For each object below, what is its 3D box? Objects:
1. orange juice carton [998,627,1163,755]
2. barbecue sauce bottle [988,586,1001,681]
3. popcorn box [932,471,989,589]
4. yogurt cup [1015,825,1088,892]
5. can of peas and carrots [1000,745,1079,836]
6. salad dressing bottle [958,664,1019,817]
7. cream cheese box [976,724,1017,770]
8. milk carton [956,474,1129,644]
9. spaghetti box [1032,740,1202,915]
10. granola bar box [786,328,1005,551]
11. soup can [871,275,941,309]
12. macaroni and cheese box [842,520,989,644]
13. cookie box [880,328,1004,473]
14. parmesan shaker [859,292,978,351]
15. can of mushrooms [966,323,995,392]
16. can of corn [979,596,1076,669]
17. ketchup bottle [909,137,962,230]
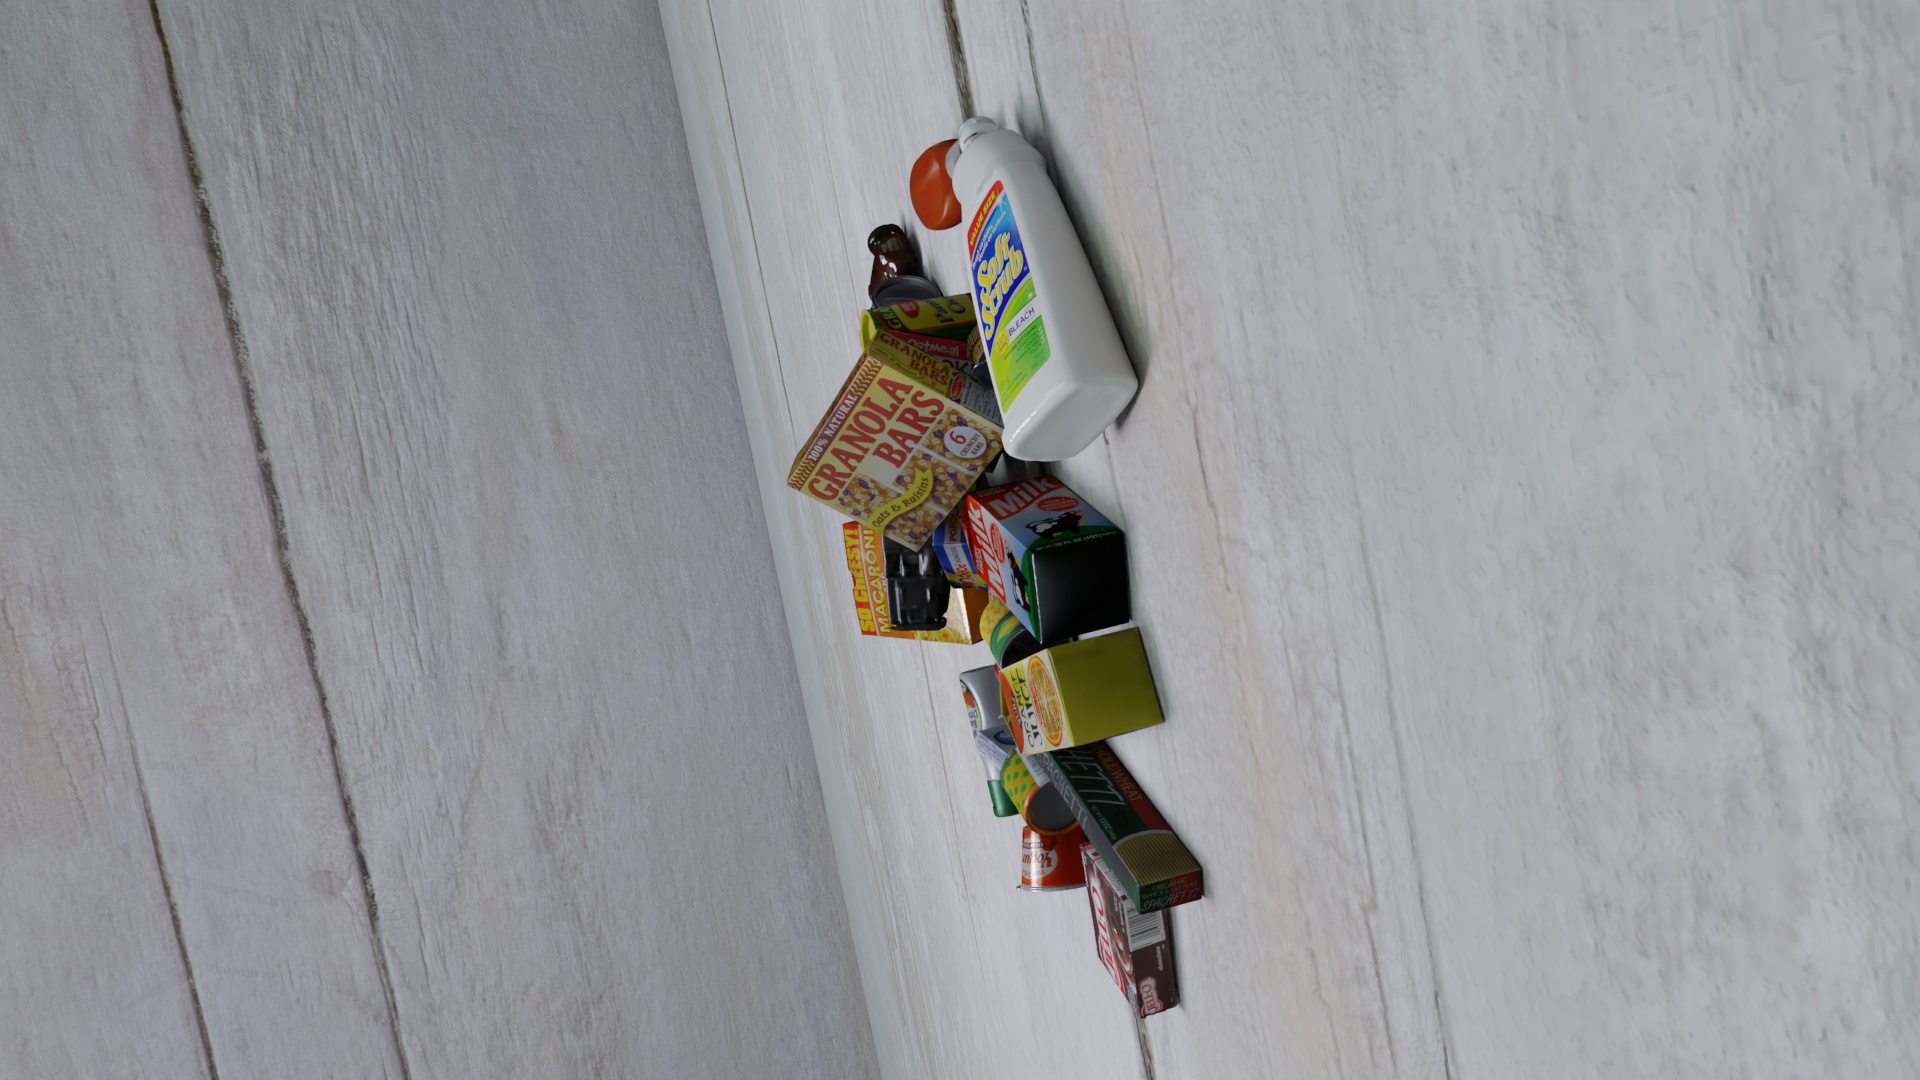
[{"bbox_3d":[0.083,0.121,1.066,0.192,0.072,0.073,135,122,-73],"label":"orange juice carton"},{"bbox_3d":[0.047,0.061,1.217,0.065,0.044,0.147,-106,11,-55],"label":"barbecue sauce bottle"},{"bbox_3d":[0.004,-0.015,1.218,0.126,0.038,0.085,68,-158,-69],"label":"popcorn box"},{"bbox_3d":[0.084,0.276,1.219,0.072,0.072,0.054,151,114,-76],"label":"yogurt cup"},{"bbox_3d":[0.075,0.213,1.192,0.059,0.071,0.070,-128,29,-59],"label":"can of peas and carrots"},{"bbox_3d":[0.036,0.199,1.383,0.064,0.044,0.147,157,100,-77],"label":"salad dressing bottle"},{"bbox_3d":[0.054,0.192,1.284,0.104,0.053,0.024,-165,65,-74],"label":"cream cheese box"},{"bbox_3d":[0.057,0.004,1.065,0.191,0.072,0.073,-132,32,-64],"label":"milk carton"},{"bbox_3d":[0.109,0.198,1.076,0.251,0.050,0.028,-128,31,-61],"label":"spaghetti box"},{"bbox_3d":[-0.047,-0.075,1.082,0.164,0.124,0.039,-50,18,45],"label":"granola bar box"},{"bbox_3d":[-0.052,-0.200,1.333,0.083,0.071,0.071,92,160,-47],"label":"soup can"},{"bbox_3d":[-0.045,0.038,1.412,0.166,0.040,0.123,0,104,44],"label":"macaroni and cheese box"},{"bbox_3d":[-0.017,-0.112,1.147,0.166,0.123,0.040,114,162,-68],"label":"cookie box"},{"bbox_3d":[-0.029,-0.174,1.188,0.071,0.103,0.071,169,89,-75],"label":"parmesan shaker"},{"bbox_3d":[0.038,-0.140,1.022,0.070,0.071,0.033,105,151,-62],"label":"can of mushrooms"},{"bbox_3d":[0.057,0.078,1.152,0.058,0.071,0.070,-122,24,-54],"label":"can of corn"},{"bbox_3d":[-0.004,-0.292,1.112,0.149,0.043,0.064,-175,73,-75],"label":"ketchup bottle"}]
